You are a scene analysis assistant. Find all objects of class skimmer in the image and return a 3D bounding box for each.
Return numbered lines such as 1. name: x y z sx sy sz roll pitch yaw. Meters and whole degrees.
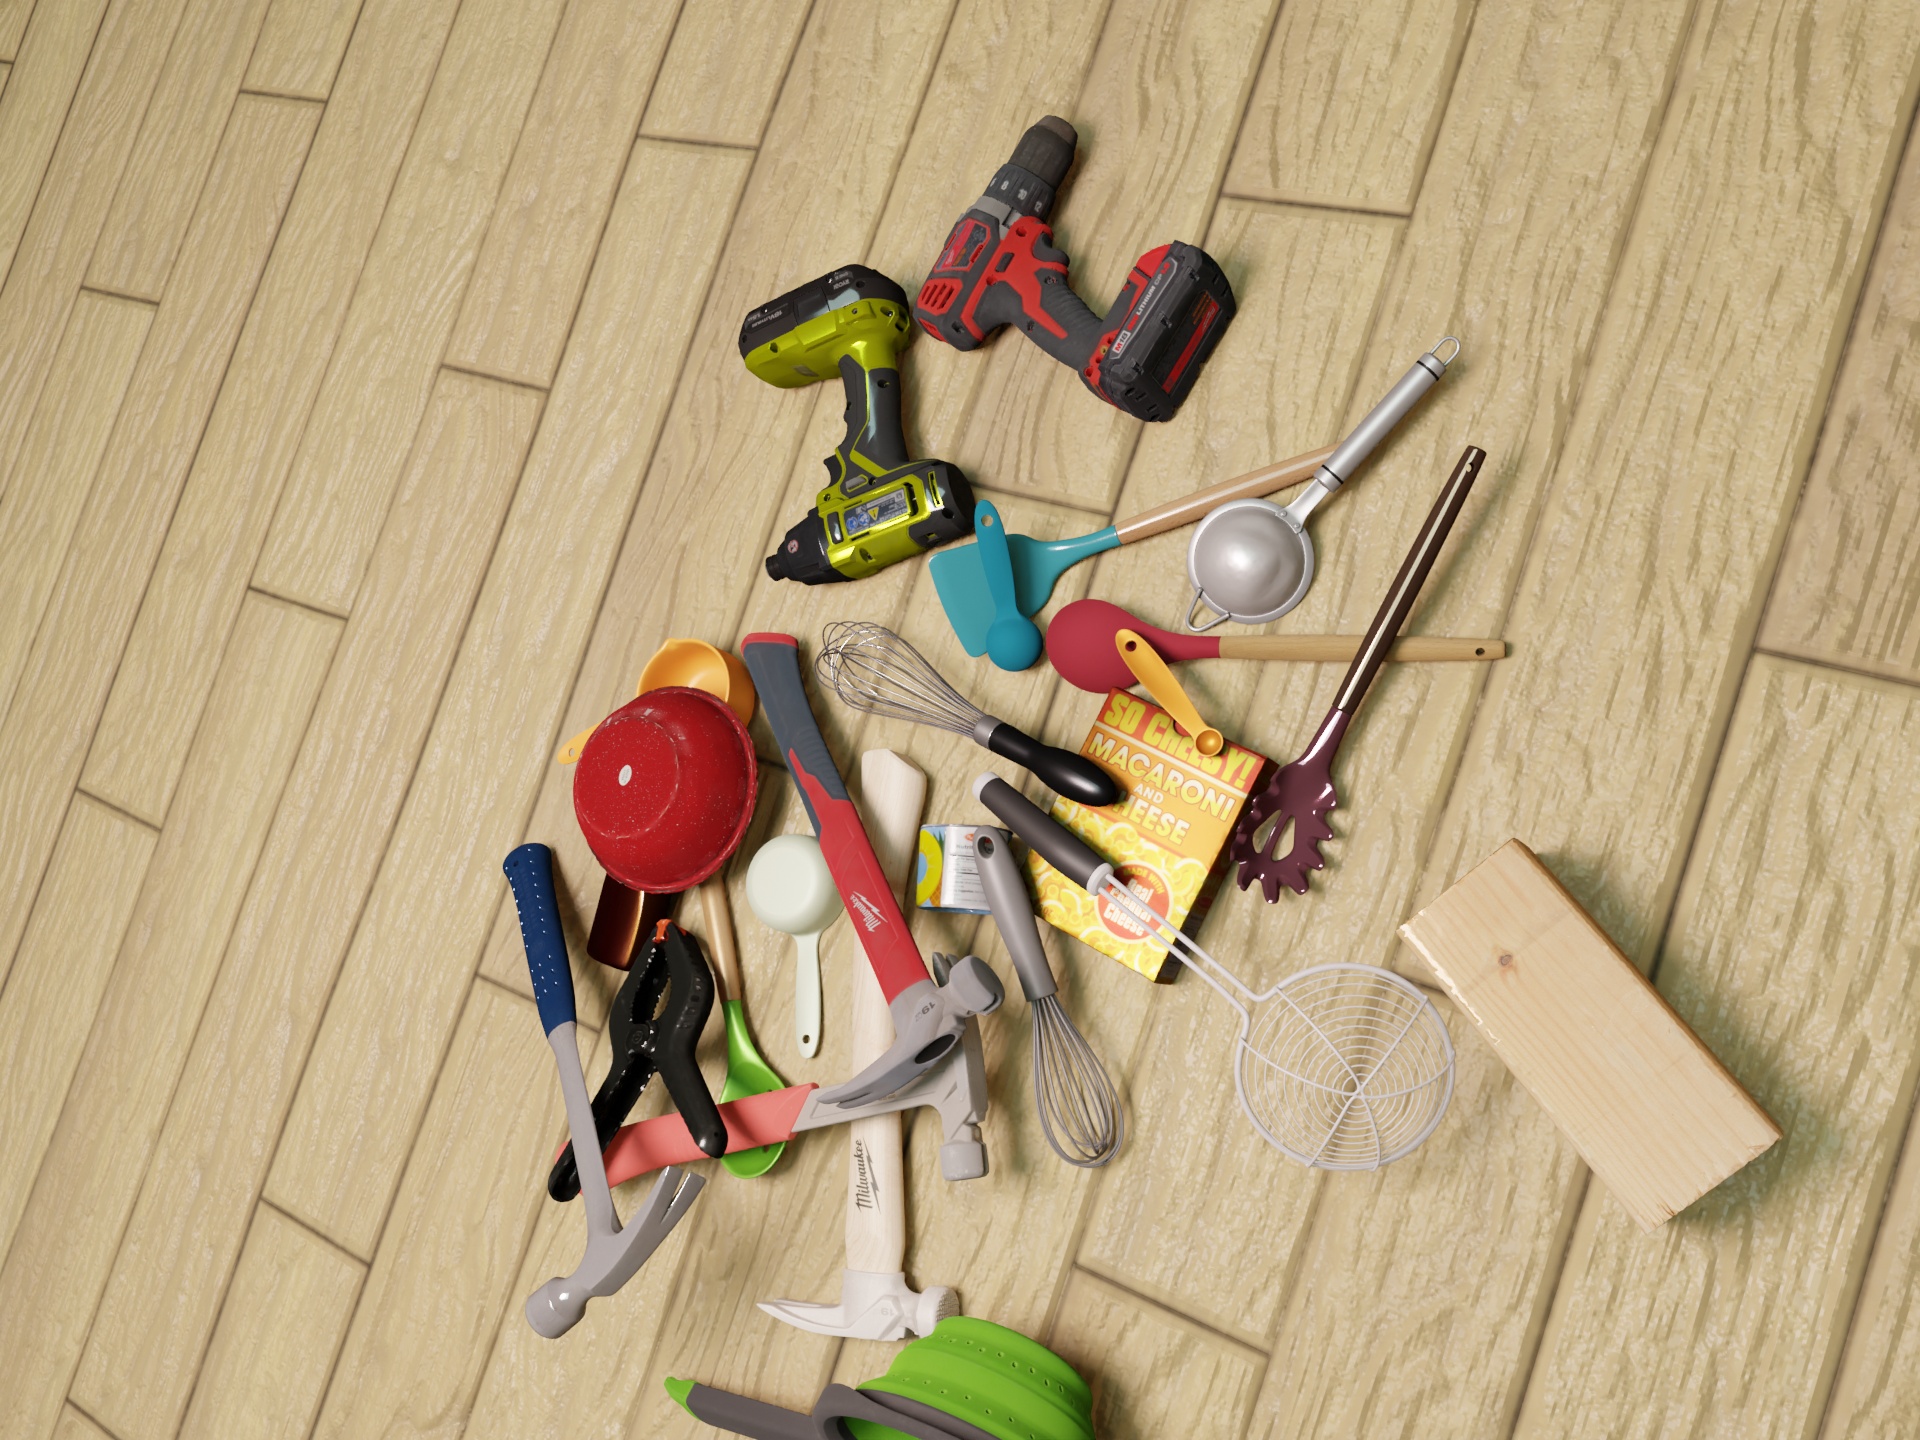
1. skimmer: 0.145 0.141 1.015 0.364 0.090 0.127 38 101 38

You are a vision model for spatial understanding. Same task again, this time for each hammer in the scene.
1. hammer: -0.099 0.085 1.136 0.143 0.038 0.387 -40 50 15
2. hammer: -0.069 0.225 1.144 0.146 0.038 0.411 -5 76 26
3. hammer: -0.143 0.274 1.130 0.359 0.036 0.149 -18 68 26
4. hammer: -0.284 0.233 1.163 0.144 0.035 0.406 -42 42 12

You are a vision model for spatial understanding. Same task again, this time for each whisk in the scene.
1. whisk: -0.002 -0.004 1.130 0.285 0.070 0.070 28 92 36
2. whisk: 0.052 0.184 1.065 0.055 0.055 0.239 -22 82 20

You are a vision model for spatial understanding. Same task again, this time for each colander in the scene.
1. colander: -0.045 0.448 1.048 0.397 0.204 0.094 -6 41 41

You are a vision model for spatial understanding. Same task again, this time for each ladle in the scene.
1. ladle: 0.202 -0.048 1.074 0.315 0.031 0.069 1 108 23

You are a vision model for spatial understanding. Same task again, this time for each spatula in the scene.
1. spatula: 0.135 -0.136 1.119 0.317 0.044 0.082 -19 104 19

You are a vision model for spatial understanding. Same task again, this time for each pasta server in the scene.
1. pasta server: 0.259 -0.030 1.019 0.060 0.040 0.316 26 99 0

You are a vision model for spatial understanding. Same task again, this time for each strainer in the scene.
1. strainer: 0.239 -0.157 1.065 0.087 0.050 0.258 43 101 5

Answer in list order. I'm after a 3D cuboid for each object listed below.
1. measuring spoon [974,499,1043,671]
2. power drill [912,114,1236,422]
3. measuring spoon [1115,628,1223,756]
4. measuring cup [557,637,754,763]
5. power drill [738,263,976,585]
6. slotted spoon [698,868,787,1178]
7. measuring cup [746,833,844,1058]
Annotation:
1. measuring spoon: 0.028 -0.092 1.125 0.042 0.021 0.128 -10 110 11
2. power drill: 0.088 -0.336 1.172 0.227 0.080 0.188 32 93 31
3. measuring spoon: 0.139 -0.019 1.067 0.021 0.011 0.117 -40 60 8
4. measuring cup: -0.241 0.000 1.269 0.173 0.052 0.095 -26 69 21
5. power drill: -0.093 -0.222 1.233 0.171 0.080 0.223 -19 74 21
6. slotted spoon: -0.177 0.189 1.210 0.070 0.031 0.314 -23 68 23
7. measuring cup: -0.123 0.165 1.180 0.083 0.038 0.168 -10 72 24
